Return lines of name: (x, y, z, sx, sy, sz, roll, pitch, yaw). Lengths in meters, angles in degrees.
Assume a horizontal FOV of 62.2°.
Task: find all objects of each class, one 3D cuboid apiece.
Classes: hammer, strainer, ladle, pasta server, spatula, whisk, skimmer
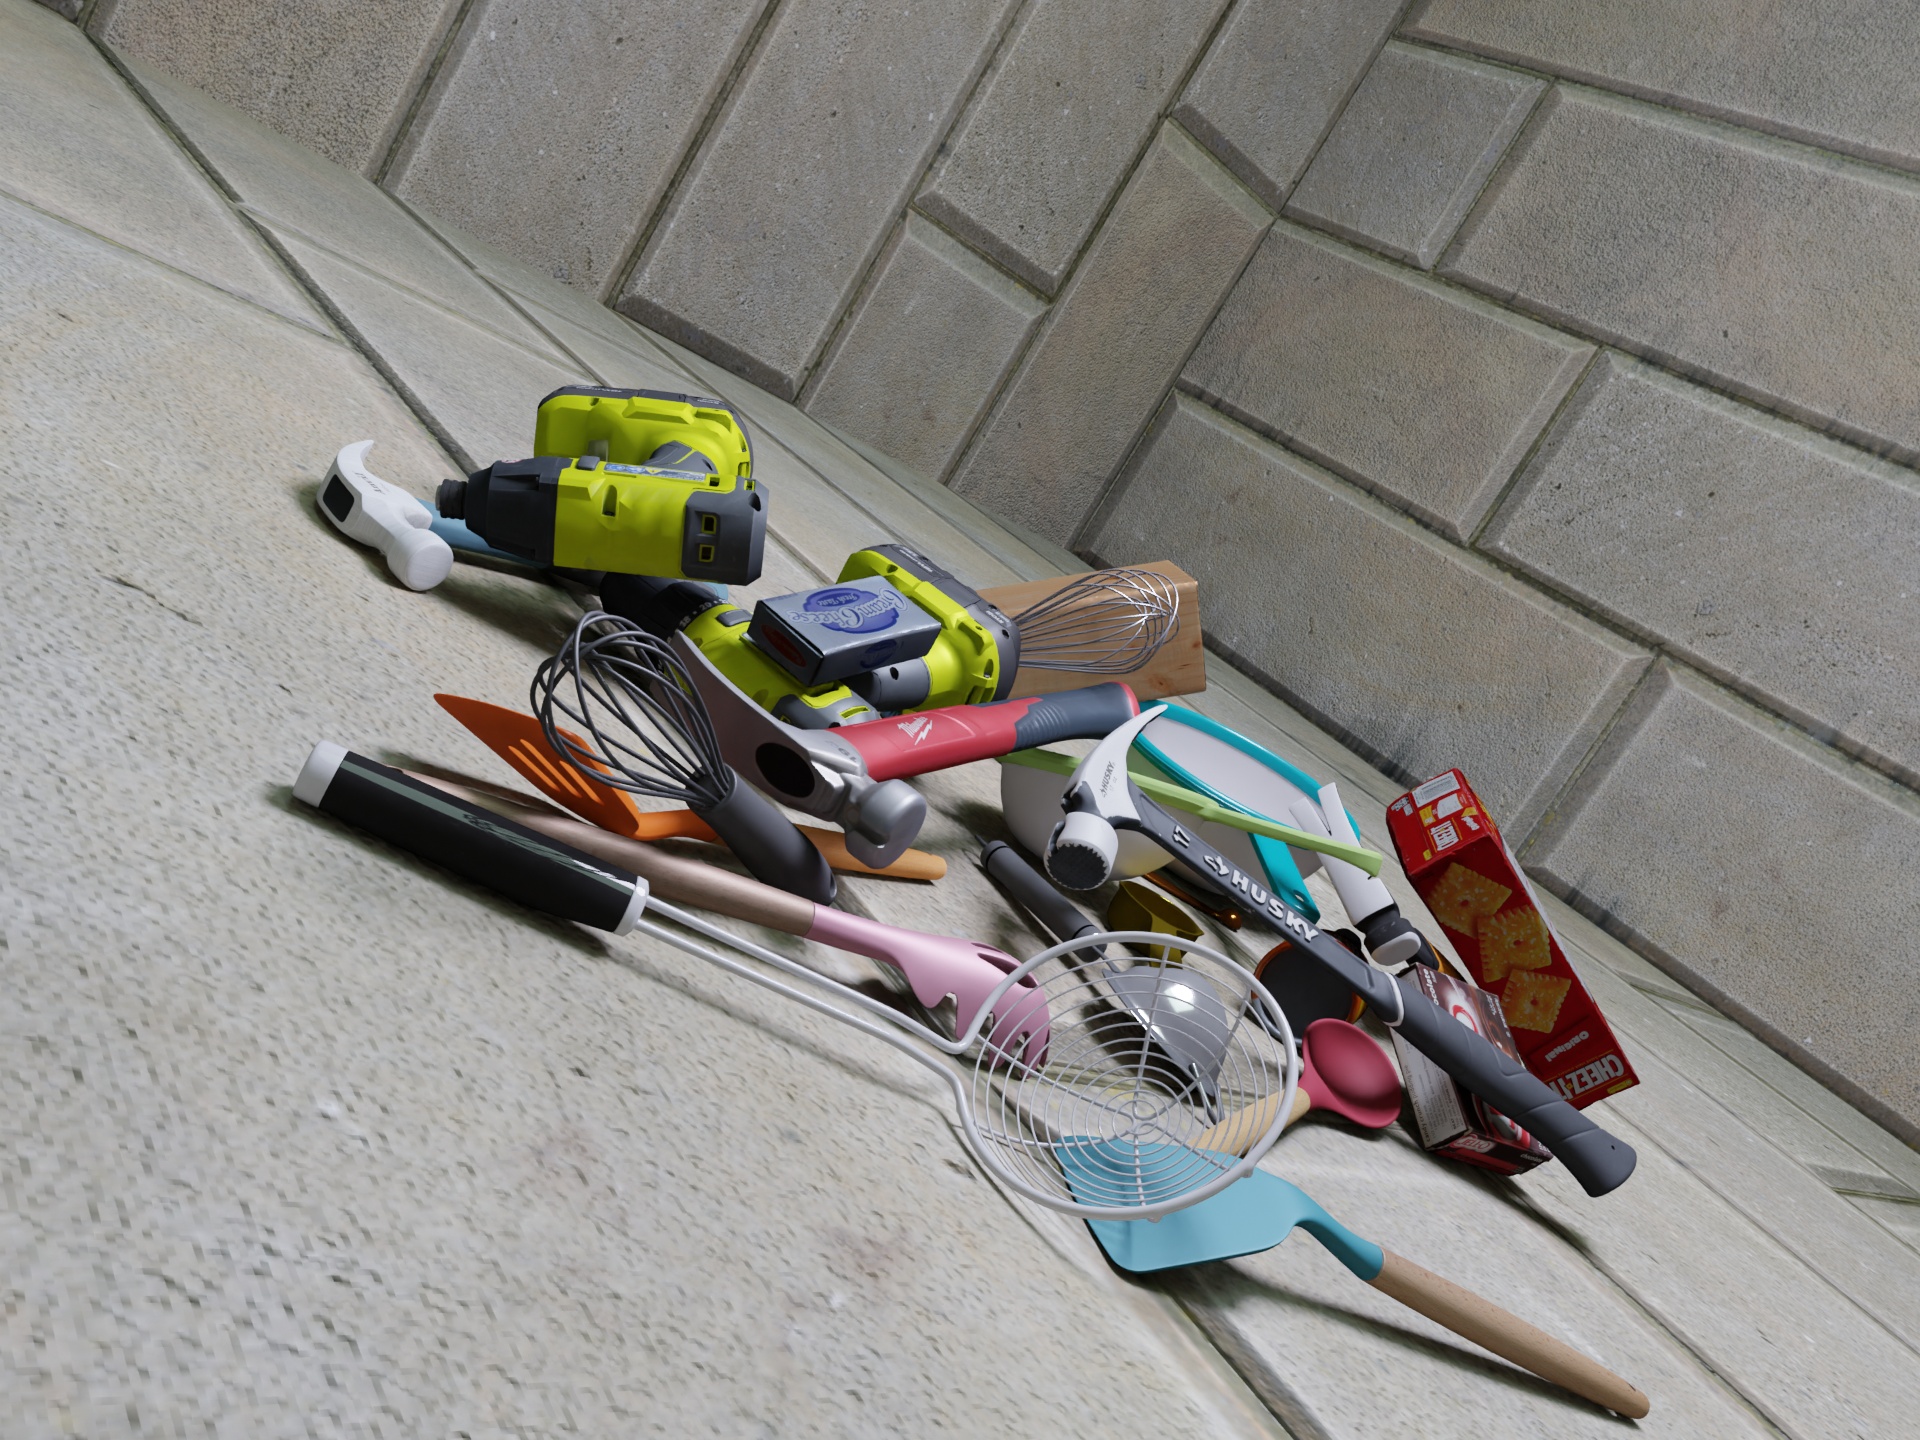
hammer: (0.322, 0.164, 1.114, 0.336, 0.034, 0.127, 43, 20, -48)
strainer: (0.074, 0.122, 0.854, 0.086, 0.050, 0.259, 43, -2, -40)
ladle: (0.163, 0.196, 0.798, 0.069, 0.031, 0.315, 53, 20, 20)
pasta server: (-0.089, 0.079, 0.638, 0.316, 0.040, 0.060, 22, 14, -26)
strainer: (0.197, 0.096, 1.178, 0.211, 0.095, 0.341, 25, 18, -10)
spatula: (-0.096, 0.042, 0.727, 0.081, 0.041, 0.322, 13, -4, 34)
hammer: (-0.247, -0.100, 0.969, 0.128, 0.033, 0.330, 38, 12, 25)
strainer: (0.131, 0.078, 1.000, 0.256, 0.069, 0.151, 16, -4, 25)
whisk: (-0.096, 0.030, 0.621, 0.055, 0.055, 0.238, 38, -9, 30)
hammer: (-0.001, -0.003, 0.852, 0.143, 0.038, 0.386, 35, 19, 20)
skimmer: (-0.052, 0.076, 0.570, 0.363, 0.090, 0.127, 27, 43, -15)
whisk: (0.022, -0.049, 1.057, 0.284, 0.070, 0.070, -10, -20, 38)
hammer: (0.226, 0.143, 0.898, 0.408, 0.036, 0.149, 37, 39, -10)
spatula: (0.179, 0.241, 0.660, 0.317, 0.044, 0.082, 32, 9, -23)

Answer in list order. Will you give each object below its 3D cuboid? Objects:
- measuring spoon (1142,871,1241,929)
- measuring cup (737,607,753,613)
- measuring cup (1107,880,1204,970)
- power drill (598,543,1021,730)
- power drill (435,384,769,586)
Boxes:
measuring spoon: (0.156, 0.119, 1.155, 0.117, 0.011, 0.021, 31, 11, -4)
measuring cup: (-0.141, -0.050, 1.033, 0.167, 0.038, 0.083, 18, 19, -39)
measuring cup: (0.112, 0.136, 0.929, 0.062, 0.029, 0.156, 32, 13, -1)
power drill: (-0.086, -0.044, 0.951, 0.191, 0.080, 0.228, 37, 29, 22)
power drill: (-0.198, -0.138, 0.922, 0.171, 0.080, 0.223, 6, 19, -8)
